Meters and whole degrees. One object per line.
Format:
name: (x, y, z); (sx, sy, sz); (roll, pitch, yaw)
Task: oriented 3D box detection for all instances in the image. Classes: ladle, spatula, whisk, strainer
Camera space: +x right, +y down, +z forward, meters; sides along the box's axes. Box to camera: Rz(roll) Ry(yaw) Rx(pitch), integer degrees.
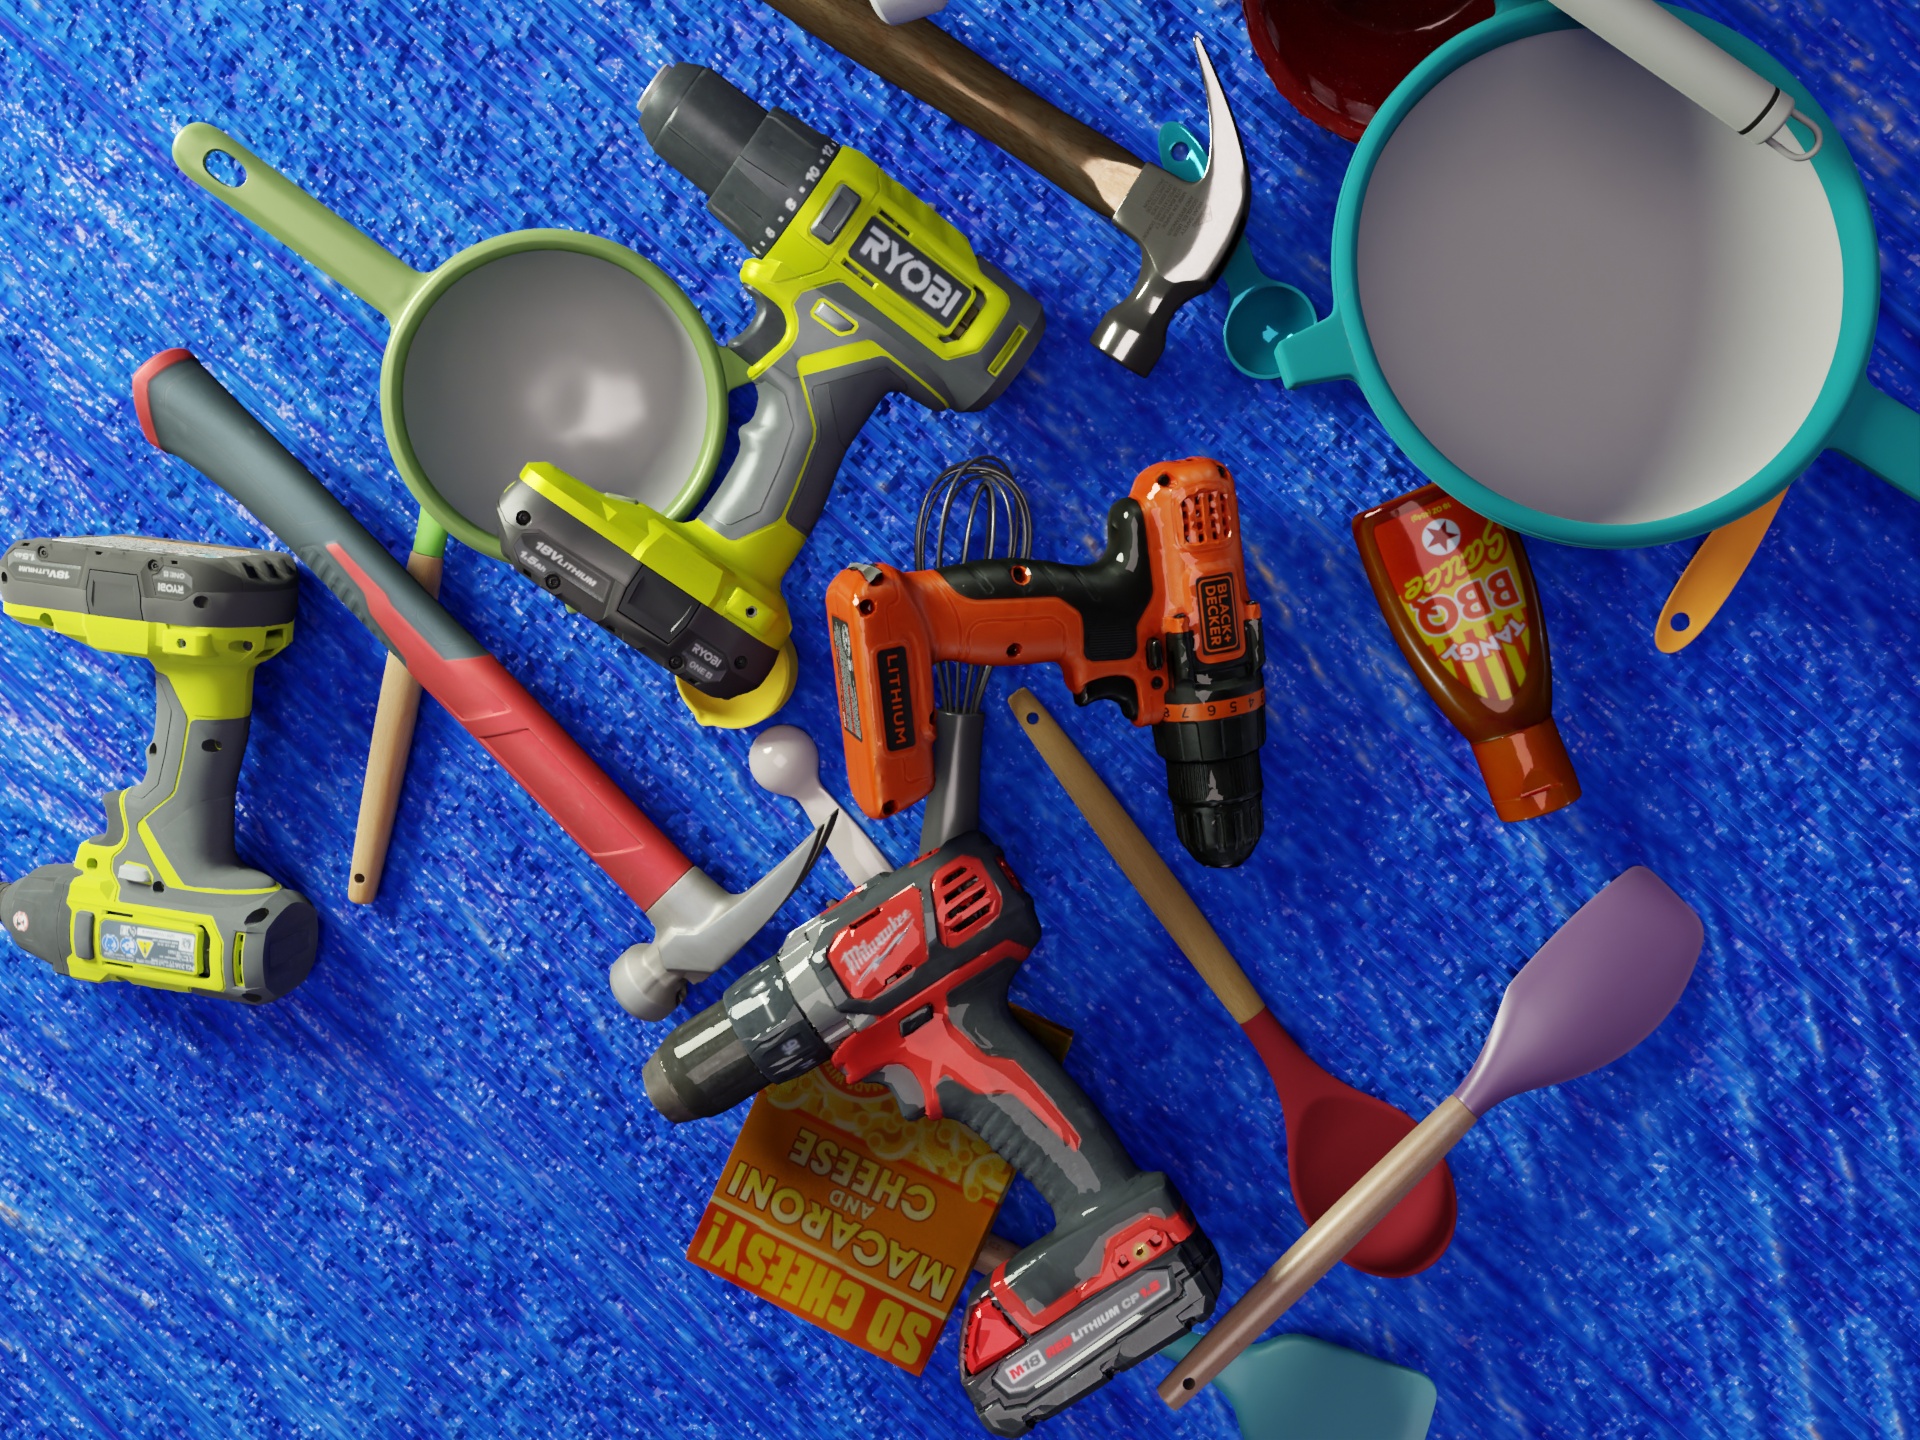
ladle: (0.117, 0.115, 0.729); (0.069, 0.031, 0.315); (-36, 86, 4)
spatula: (0.204, 0.189, 0.696); (0.316, 0.018, 0.060); (-43, 86, -1)
whisk: (-0.001, -0.002, 0.732); (0.055, 0.055, 0.239); (6, 100, 10)
strainer: (0.297, -0.137, 0.641); (0.340, 0.095, 0.211); (29, 86, -3)
spatula: (0.057, 0.273, 0.746); (0.317, 0.044, 0.082); (23, 87, 9)
strainer: (-0.227, -0.176, 0.715); (0.256, 0.069, 0.151); (35, 93, -20)
strainer: (0.209, -0.279, 0.576); (0.258, 0.050, 0.087); (32, 102, -5)

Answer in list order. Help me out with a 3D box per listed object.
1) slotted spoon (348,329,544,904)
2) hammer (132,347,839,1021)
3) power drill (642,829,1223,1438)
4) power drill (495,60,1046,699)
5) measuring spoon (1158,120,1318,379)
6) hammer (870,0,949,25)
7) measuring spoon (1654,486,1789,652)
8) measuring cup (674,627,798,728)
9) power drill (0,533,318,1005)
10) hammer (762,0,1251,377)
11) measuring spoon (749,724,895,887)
slotted spoon: (-0.267, -0.057, 0.788); (0.070, 0.031, 0.313); (16, 99, 5)
hammer: (-0.231, -0.037, 0.747); (0.386, 0.038, 0.143); (46, 111, -2)
power drill: (-0.013, 0.183, 0.684); (0.188, 0.080, 0.227); (-32, 79, 0)
power drill: (-0.098, -0.144, 0.684); (0.190, 0.080, 0.228); (34, 91, -17)
measuring spoon: (0.121, -0.209, 0.707); (0.042, 0.021, 0.129); (-28, 80, 24)
hammer: (0.013, -0.483, 0.625); (0.144, 0.035, 0.405); (-9, 82, 20)
measuring spoon: (0.332, -0.080, 0.680); (0.021, 0.011, 0.117); (29, 103, 7)
measuring cup: (-0.146, -0.051, 0.766); (0.156, 0.029, 0.062); (32, 100, 9)
power drill: (-0.412, 0.023, 0.799); (0.171, 0.080, 0.223); (7, 99, 10)
hammer: (-0.016, -0.297, 0.709); (0.331, 0.031, 0.130); (36, 104, 8)
measuring spoon: (-0.059, 0.055, 0.761); (0.034, 0.018, 0.124); (-38, 88, 12)
